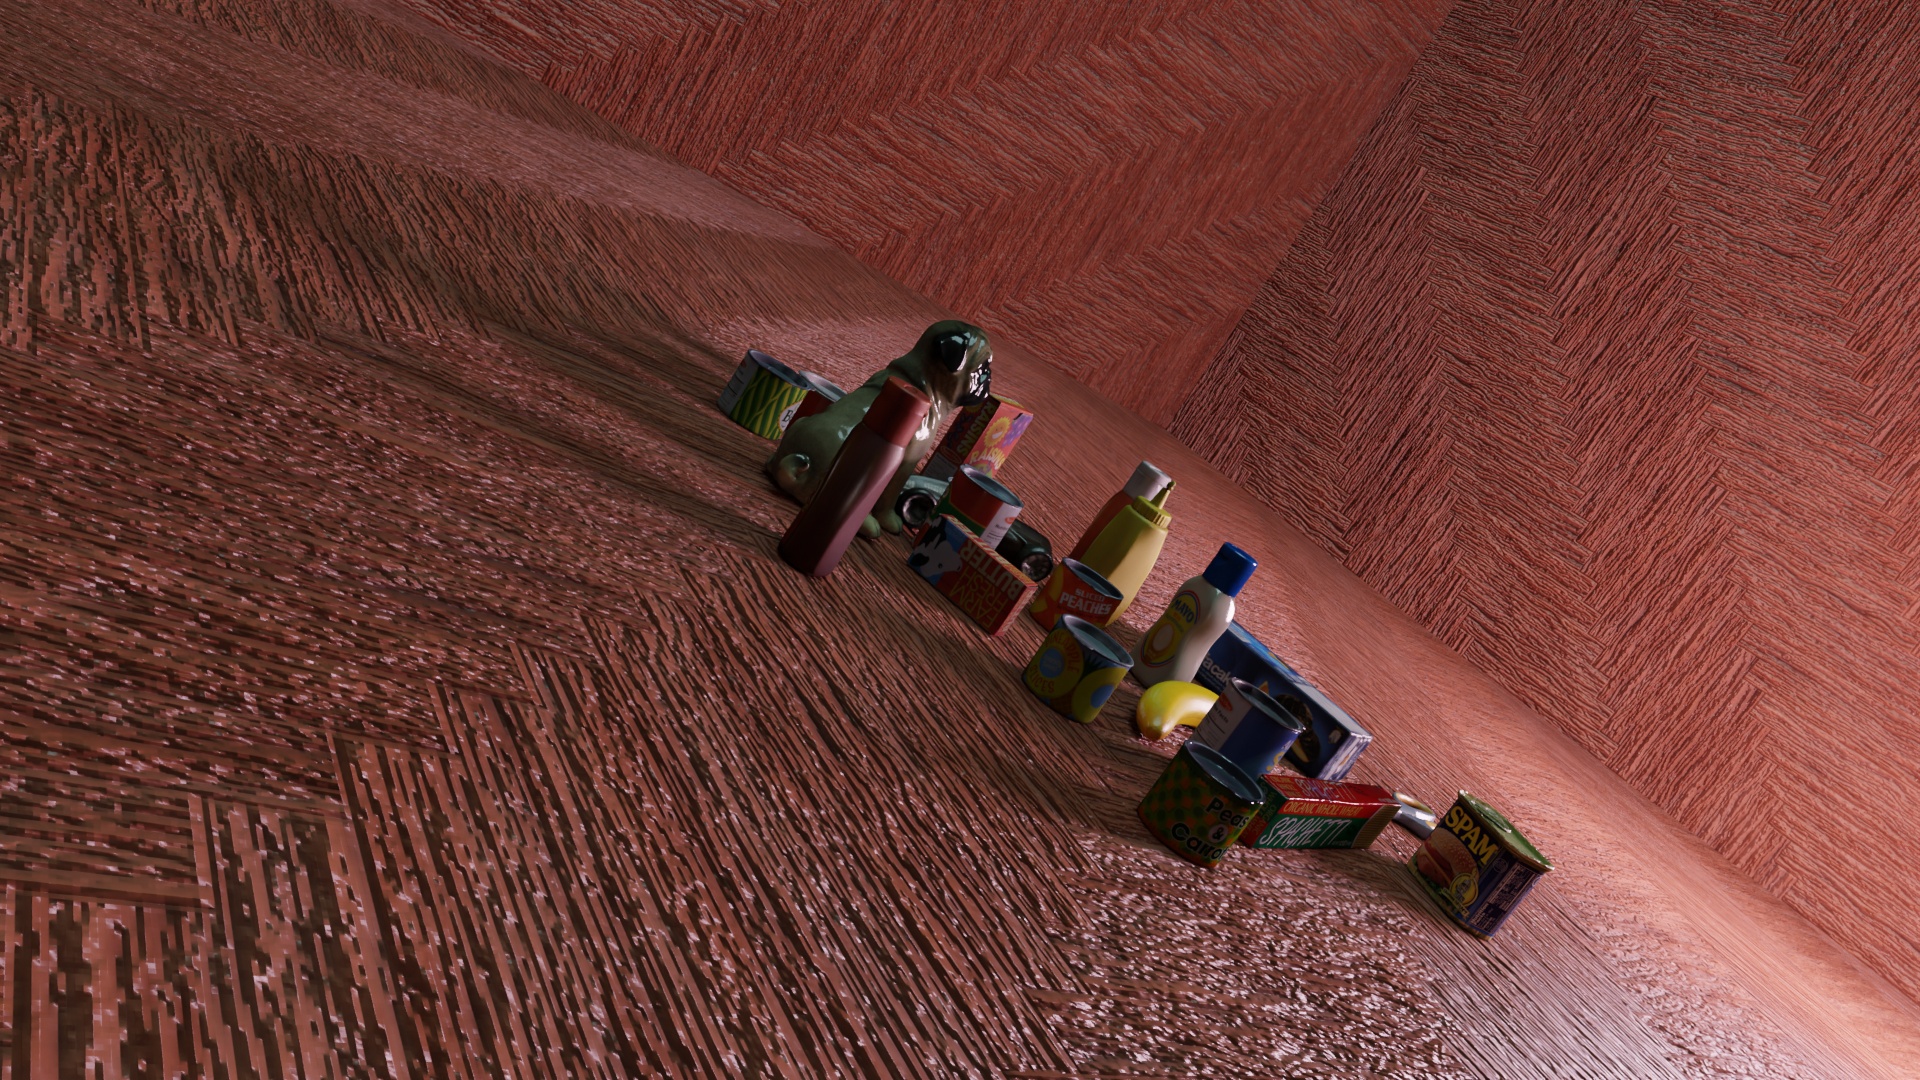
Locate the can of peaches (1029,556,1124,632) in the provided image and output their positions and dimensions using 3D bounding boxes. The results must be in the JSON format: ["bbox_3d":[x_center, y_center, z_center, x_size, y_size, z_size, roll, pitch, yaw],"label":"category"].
[{"bbox_3d":[0.104,0.057,1.247,0.071,0.058,0.071,32,12,-8],"label":"can of peaches"}]

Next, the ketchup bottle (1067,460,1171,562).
[{"bbox_3d":[0.163,-0.013,1.450,0.043,0.148,0.065,40,14,30],"label":"ketchup bottle"}]

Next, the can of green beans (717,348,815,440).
[{"bbox_3d":[-0.179,-0.132,1.265,0.071,0.057,0.071,32,12,-8],"label":"can of green beans"}]

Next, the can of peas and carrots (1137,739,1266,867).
[{"bbox_3d":[0.163,0.178,0.935,0.071,0.058,0.071,32,12,-8],"label":"can of peas and carrots"}]

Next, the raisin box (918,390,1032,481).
[{"bbox_3d":[0.015,-0.096,1.457,0.040,0.123,0.086,39,13,23],"label":"raisin box"}]

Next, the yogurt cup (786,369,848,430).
[{"bbox_3d":[-0.137,-0.123,1.344,0.072,0.054,0.072,32,12,-8],"label":"yogurt cup"}]

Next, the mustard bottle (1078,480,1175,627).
[{"bbox_3d":[0.160,0.008,1.338,0.065,0.160,0.049,21,17,-45],"label":"mustard bottle"}]

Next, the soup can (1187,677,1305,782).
[{"bbox_3d":[0.215,0.160,1.075,0.071,0.083,0.071,32,12,-8],"label":"soup can"}]

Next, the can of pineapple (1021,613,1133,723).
[{"bbox_3d":[0.088,0.097,1.057,0.071,0.057,0.071,32,12,-8],"label":"can of pineapple"}]

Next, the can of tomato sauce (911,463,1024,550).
[{"bbox_3d":[0.004,-0.015,1.218,0.071,0.083,0.071,32,12,-8],"label":"can of tomato sauce"}]

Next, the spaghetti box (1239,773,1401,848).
[{"bbox_3d":[0.286,0.218,1.108,0.029,0.050,0.250,42,15,35],"label":"spaghetti box"}]

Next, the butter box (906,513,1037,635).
[{"bbox_3d":[0.009,0.028,1.136,0.104,0.053,0.024,39,13,25],"label":"butter box"}]

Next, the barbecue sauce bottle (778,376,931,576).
[{"bbox_3d":[-0.074,-0.046,0.991,0.044,0.148,0.065,33,12,0],"label":"barbecue sauce bottle"}]

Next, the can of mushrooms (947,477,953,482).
[{"bbox_3d":[0.008,-0.032,1.403,0.071,0.033,0.071,32,13,-8],"label":"can of mushrooms"}]

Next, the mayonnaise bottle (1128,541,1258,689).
[{"bbox_3d":[0.211,0.070,1.256,0.041,0.147,0.065,25,15,-35],"label":"mayonnaise bottle"}]
